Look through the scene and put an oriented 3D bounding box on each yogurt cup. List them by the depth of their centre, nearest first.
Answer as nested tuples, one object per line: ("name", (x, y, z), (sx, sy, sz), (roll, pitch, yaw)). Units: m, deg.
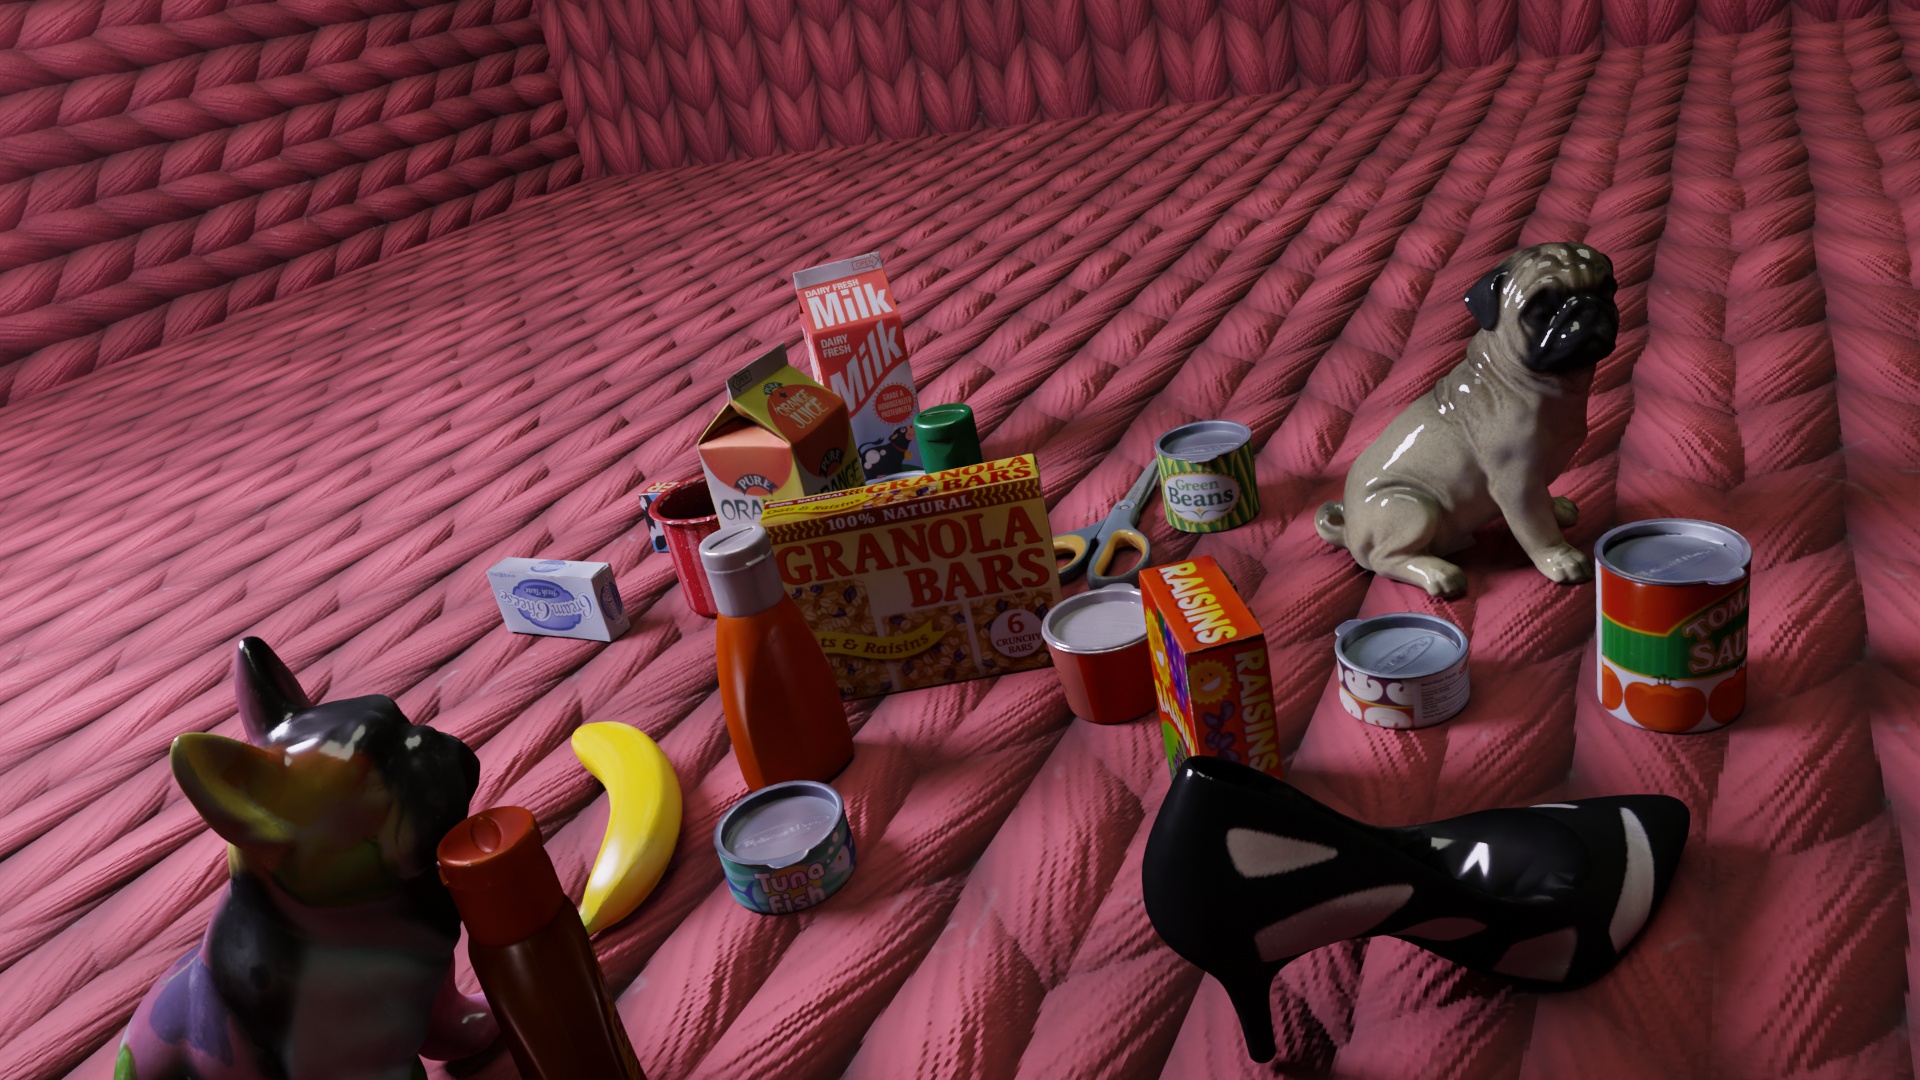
("yogurt cup", (0.083, 0.065, 0.772), (0.072, 0.053, 0.073), (-10, 24, 5))

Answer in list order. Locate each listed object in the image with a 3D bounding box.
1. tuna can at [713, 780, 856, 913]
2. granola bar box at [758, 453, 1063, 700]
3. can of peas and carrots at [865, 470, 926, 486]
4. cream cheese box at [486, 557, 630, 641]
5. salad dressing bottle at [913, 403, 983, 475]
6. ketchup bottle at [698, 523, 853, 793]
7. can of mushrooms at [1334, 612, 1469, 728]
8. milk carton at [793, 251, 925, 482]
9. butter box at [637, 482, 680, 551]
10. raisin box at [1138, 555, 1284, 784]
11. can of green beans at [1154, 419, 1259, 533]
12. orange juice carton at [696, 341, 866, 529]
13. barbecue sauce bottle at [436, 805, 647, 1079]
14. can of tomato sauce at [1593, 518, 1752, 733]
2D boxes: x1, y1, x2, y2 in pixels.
("tuna can", (-0.086, 0.153, 0.688), (0.071, 0.032, 0.071), (-10, 24, 5))
("granola bar box", (-0.024, 0.025, 0.825), (0.165, 0.123, 0.039), (-10, 24, 5))
("can of peas and carrots", (-0.039, -0.010, 0.987), (0.071, 0.058, 0.071), (-10, 24, 5))
("cream cheese box", (-0.289, 0.042, 0.999), (0.104, 0.053, 0.024), (2, 28, 29))
("salad dressing bottle", (0.003, -0.011, 0.861), (0.064, 0.147, 0.044), (-6, 25, 15))
("ketchup bottle", (-0.102, 0.064, 0.746), (0.065, 0.148, 0.043), (-30, 29, -33))
("can of mushrooms", (0.229, 0.066, 0.725), (0.071, 0.033, 0.071), (-10, 24, 5))
("milk carton", (-0.077, -0.129, 1.103), (0.072, 0.189, 0.073), (-16, 24, -8))
("butter box", (-0.198, -0.019, 1.087), (0.103, 0.053, 0.024), (-1, 26, 24))
("raisin box", (0.118, 0.080, 0.639), (0.040, 0.123, 0.086), (-13, 24, -1))
("can of green beans", (0.171, -0.045, 0.963), (0.071, 0.057, 0.071), (-10, 24, 5))
("orange juice carton", (-0.107, -0.026, 0.891), (0.073, 0.191, 0.072), (1, 27, 27))
("barbecue sauce bottle", (-0.160, 0.173, 0.538), (0.044, 0.148, 0.065), (-23, 26, -22))
("can of tomato sauce", (0.342, 0.041, 0.666), (0.071, 0.082, 0.071), (-10, 24, 5))
